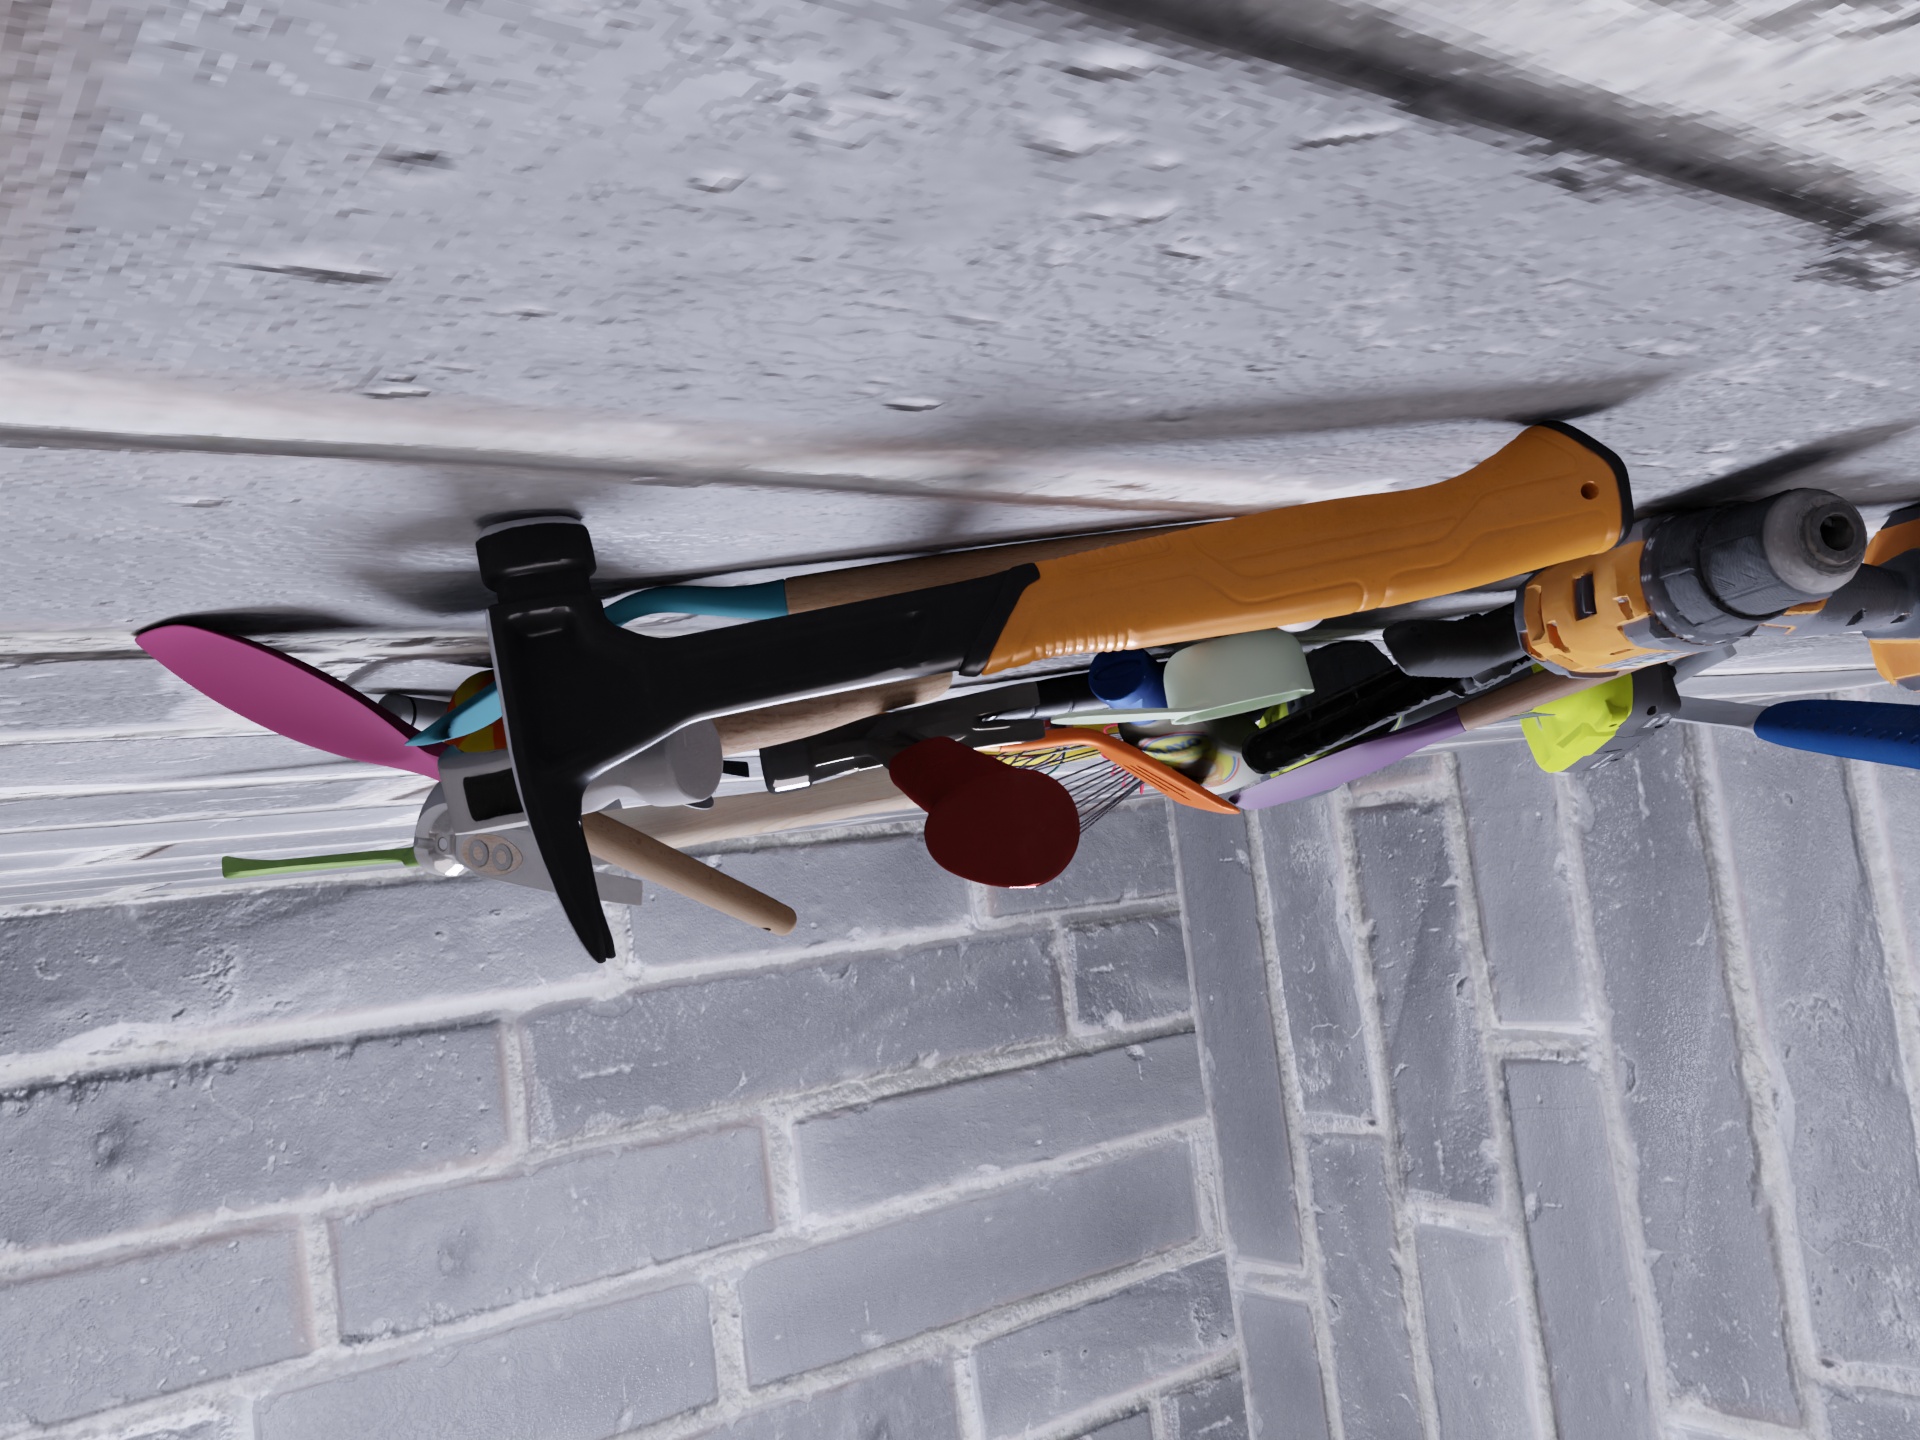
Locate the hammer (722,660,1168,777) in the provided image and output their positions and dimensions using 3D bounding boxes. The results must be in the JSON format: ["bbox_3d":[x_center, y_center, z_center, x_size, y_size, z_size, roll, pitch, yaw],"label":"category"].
[{"bbox_3d":[-0.002,-0.003,0.996,0.409,0.036,0.149,-8,175,13],"label":"hammer"}]

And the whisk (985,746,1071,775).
[{"bbox_3d":[-0.031,0.027,1.237,0.245,0.051,0.047,-5,-179,14],"label":"whisk"}]

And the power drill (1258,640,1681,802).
[{"bbox_3d":[0.294,-0.003,0.962,0.223,0.080,0.171,-8,160,-6],"label":"power drill"}]

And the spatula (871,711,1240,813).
[{"bbox_3d":[-0.003,0.017,0.889,0.322,0.041,0.081,6,179,-12],"label":"spatula"}]

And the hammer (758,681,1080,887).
[{"bbox_3d":[0.000,0.019,0.658,0.149,0.036,0.359,-11,-174,-9],"label":"hammer"}]

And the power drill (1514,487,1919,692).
[{"bbox_3d":[0.380,-0.060,0.674,0.226,0.084,0.185,-1,173,-8],"label":"power drill"}]

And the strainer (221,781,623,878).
[{"bbox_3d":[-0.339,0.058,1.023,0.256,0.069,0.151,-5,177,-14],"label":"strainer"}]

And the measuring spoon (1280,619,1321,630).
[{"bbox_3d":[0.147,-0.055,0.725,0.034,0.018,0.124,-9,174,20],"label":"measuring spoon"}]

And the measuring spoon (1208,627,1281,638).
[{"bbox_3d":[0.139,-0.050,0.825,0.117,0.011,0.021,-7,172,-35],"label":"measuring spoon"}]

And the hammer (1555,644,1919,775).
[{"bbox_3d":[0.464,-0.005,0.911,0.144,0.035,0.405,-38,-177,2],"label":"hammer"}]

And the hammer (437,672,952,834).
[{"bbox_3d":[-0.083,0.000,0.647,0.130,0.031,0.331,-10,-176,23],"label":"hammer"}]

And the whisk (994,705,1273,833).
[{"bbox_3d":[0.133,0.014,1.013,0.284,0.070,0.070,-22,179,-18],"label":"whisk"}]

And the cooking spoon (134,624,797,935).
[{"bbox_3d":[-0.177,0.032,0.646,0.069,0.017,0.318,-9,150,37],"label":"cooking spoon"}]

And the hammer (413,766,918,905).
[{"bbox_3d":[-0.125,0.059,0.977,0.146,0.038,0.410,6,-174,30],"label":"hammer"}]

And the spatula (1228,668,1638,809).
[{"bbox_3d":[0.291,-0.010,0.842,0.316,0.018,0.059,-24,156,25],"label":"spatula"}]

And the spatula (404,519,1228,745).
[{"bbox_3d":[-0.034,-0.036,0.567,0.317,0.044,0.082,-8,-178,-1],"label":"spatula"}]

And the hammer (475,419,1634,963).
[{"bbox_3d":[0.037,-0.026,0.466,0.337,0.127,0.034,-12,174,-5],"label":"hammer"}]

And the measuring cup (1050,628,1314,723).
[{"bbox_3d":[0.108,-0.021,0.807,0.167,0.038,0.083,-5,171,-37],"label":"measuring cup"}]

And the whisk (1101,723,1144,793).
[{"bbox_3d":[0.134,0.004,1.146,0.073,0.073,0.295,-7,168,5],"label":"whisk"}]

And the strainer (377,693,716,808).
[{"bbox_3d":[-0.204,0.008,0.826,0.087,0.050,0.258,41,-164,30],"label":"strainer"}]
